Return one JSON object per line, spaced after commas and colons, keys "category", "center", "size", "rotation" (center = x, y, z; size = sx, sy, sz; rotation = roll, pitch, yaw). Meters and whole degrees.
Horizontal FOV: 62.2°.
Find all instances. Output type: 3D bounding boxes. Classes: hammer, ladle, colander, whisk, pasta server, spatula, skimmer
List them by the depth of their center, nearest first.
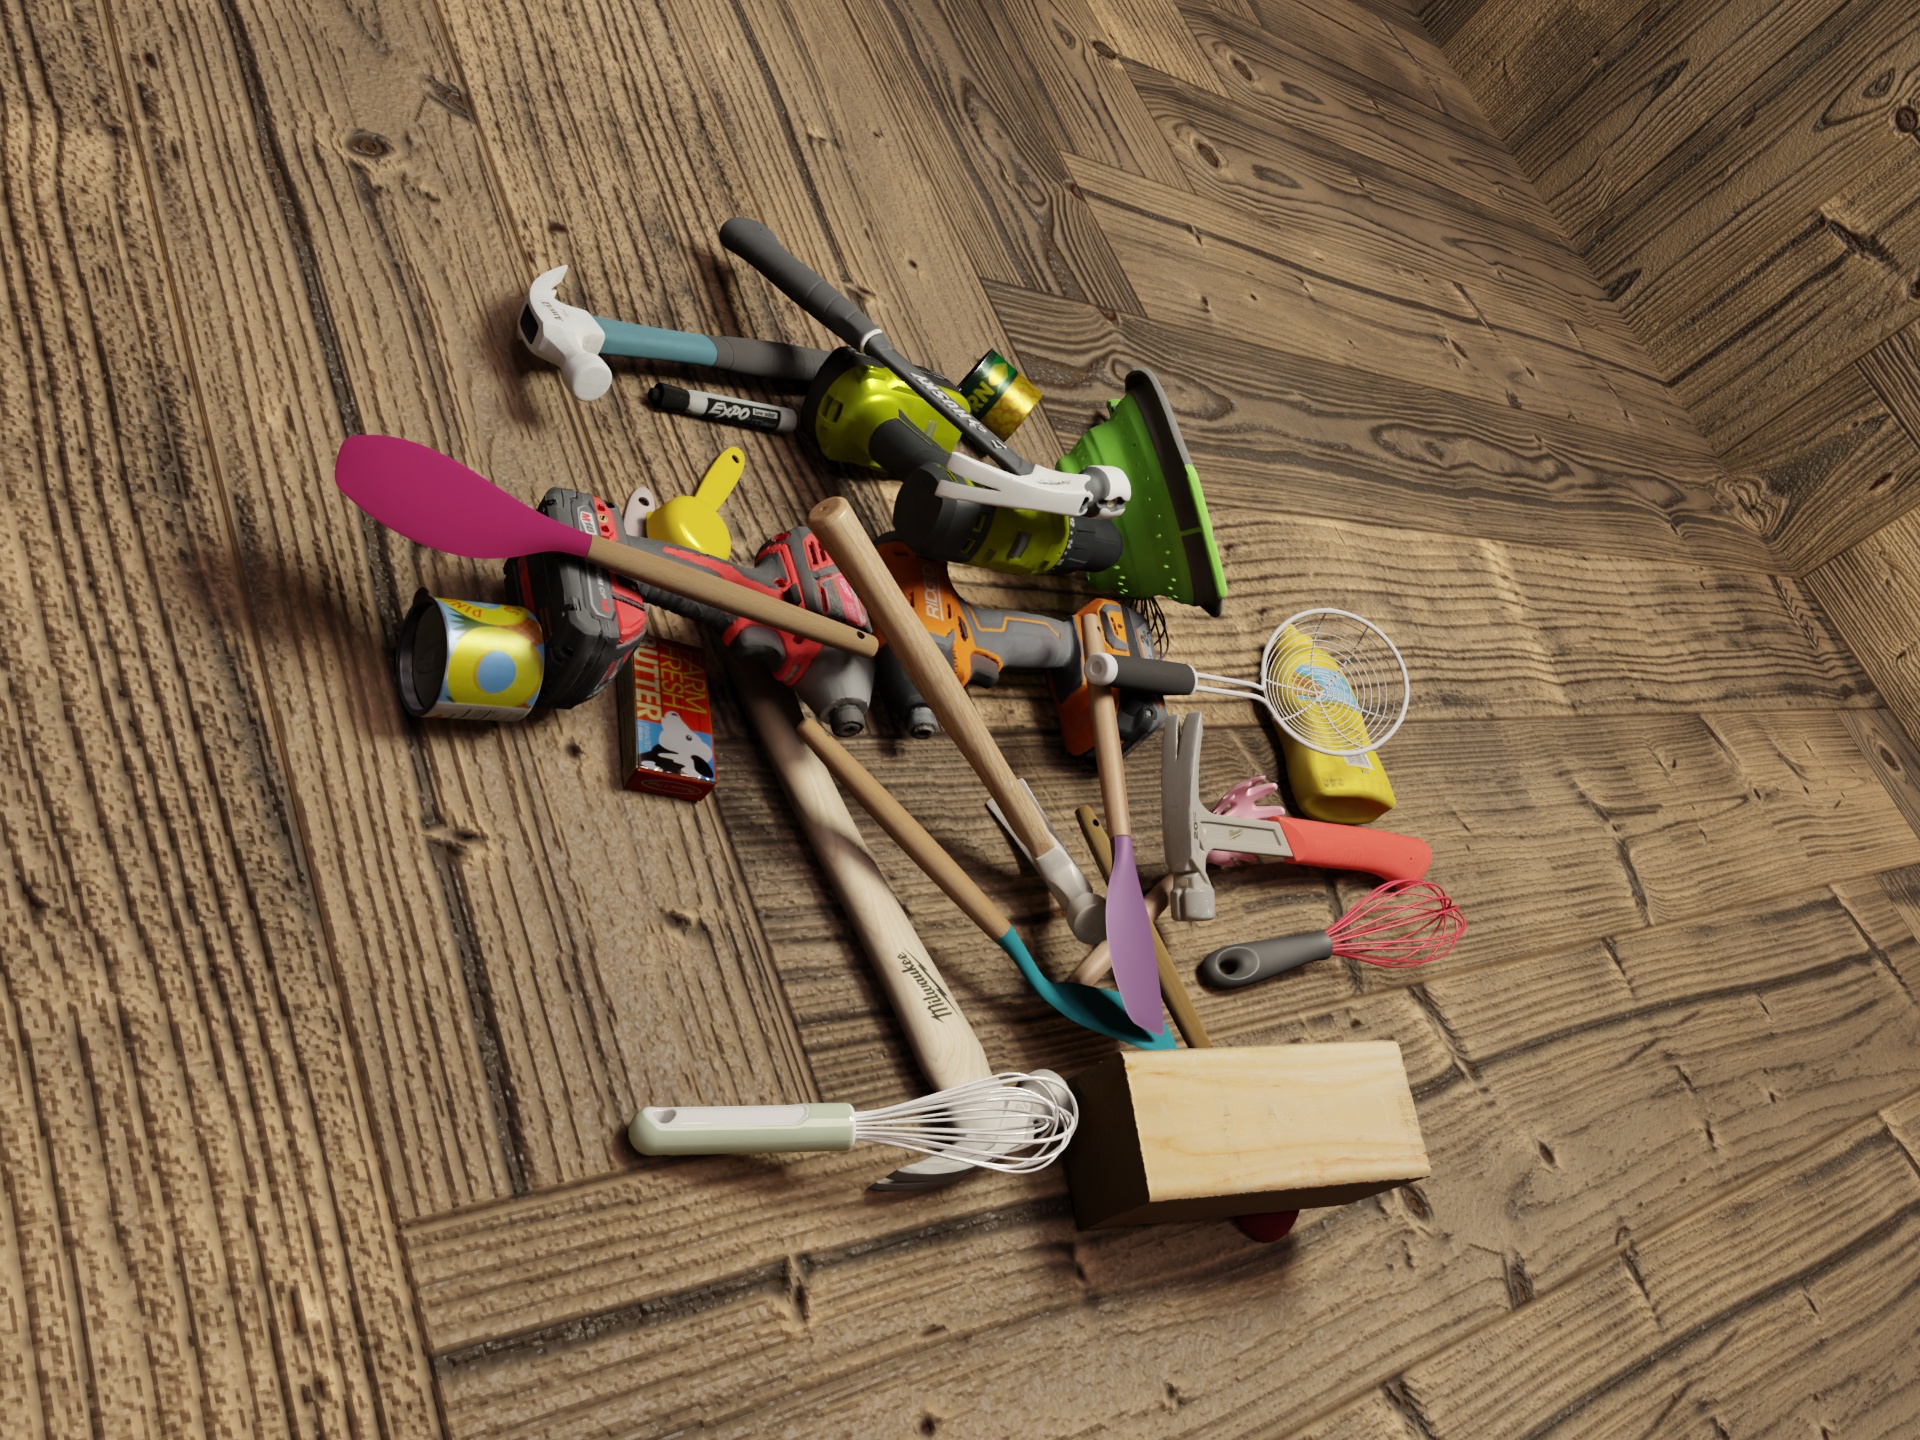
{"category": "whisk", "center": [-0.052, 0.215, 0.846], "size": [0.246, 0.059, 0.058], "rotation": [4, 19, -19]}
{"category": "hammer", "center": [-0.078, 0.084, 0.980], "size": [0.146, 0.038, 0.411], "rotation": [-11, 66, -45]}
{"category": "spatula", "center": [0.017, 0.106, 0.987], "size": [0.317, 0.044, 0.082], "rotation": [47, 7, -17]}
{"category": "hammer", "center": [-0.002, -0.003, 1.009], "size": [0.331, 0.031, 0.130], "rotation": [57, -1, -29]}
{"category": "spatula", "center": [0.103, 0.057, 1.064], "size": [0.059, 0.018, 0.316], "rotation": [34, 41, -43]}
{"category": "ladle", "center": [0.152, 0.199, 1.077], "size": [0.069, 0.031, 0.315], "rotation": [-15, 74, -43]}
{"category": "hammer", "center": [-0.058, -0.261, 1.137], "size": [0.149, 0.036, 0.409], "rotation": [-6, 41, -44]}
{"category": "pasta server", "center": [0.157, 0.124, 1.163], "size": [0.316, 0.040, 0.060], "rotation": [-35, 110, -49]}
{"category": "hammer", "center": [-0.176, -0.269, 1.167], "size": [0.331, 0.033, 0.128], "rotation": [-5, 47, -49]}
{"category": "skimmer", "center": [0.225, -0.037, 1.203], "size": [0.363, 0.090, 0.127], "rotation": [5, 67, -52]}
{"category": "whisk", "center": [0.293, 0.171, 1.237], "size": [0.295, 0.073, 0.073], "rotation": [-6, 63, -37]}
{"category": "hammer", "center": [0.273, 0.087, 1.255], "size": [0.358, 0.037, 0.149], "rotation": [9, 77, -47]}
{"category": "colander", "center": [0.127, -0.199, 1.330], "size": [0.397, 0.094, 0.204], "rotation": [-100, 171, -66]}
{"category": "whisk", "center": [0.157, -0.113, 1.352], "size": [0.055, 0.055, 0.239], "rotation": [36, 37, -15]}

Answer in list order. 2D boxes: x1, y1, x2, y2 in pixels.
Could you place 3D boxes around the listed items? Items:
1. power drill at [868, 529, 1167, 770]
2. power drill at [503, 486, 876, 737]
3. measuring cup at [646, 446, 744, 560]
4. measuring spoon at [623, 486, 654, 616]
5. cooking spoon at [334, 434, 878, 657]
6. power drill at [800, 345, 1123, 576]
{"category": "power drill", "center": [0.036, -0.037, 1.154], "size": [0.226, 0.084, 0.164], "rotation": [16, 49, -28]}
{"category": "power drill", "center": [-0.151, -0.059, 0.957], "size": [0.219, 0.078, 0.143], "rotation": [5, 55, -36]}
{"category": "measuring cup", "center": [-0.168, -0.153, 1.092], "size": [0.062, 0.029, 0.157], "rotation": [46, 35, -22]}
{"category": "measuring spoon", "center": [-0.211, -0.113, 1.034], "size": [0.034, 0.018, 0.124], "rotation": [24, 44, -26]}
{"category": "cooking spoon", "center": [-0.183, -0.088, 0.882], "size": [0.318, 0.017, 0.069], "rotation": [19, 46, -30]}
{"category": "power drill", "center": [0.000, -0.181, 1.171], "size": [0.190, 0.080, 0.229], "rotation": [5, 32, -42]}
